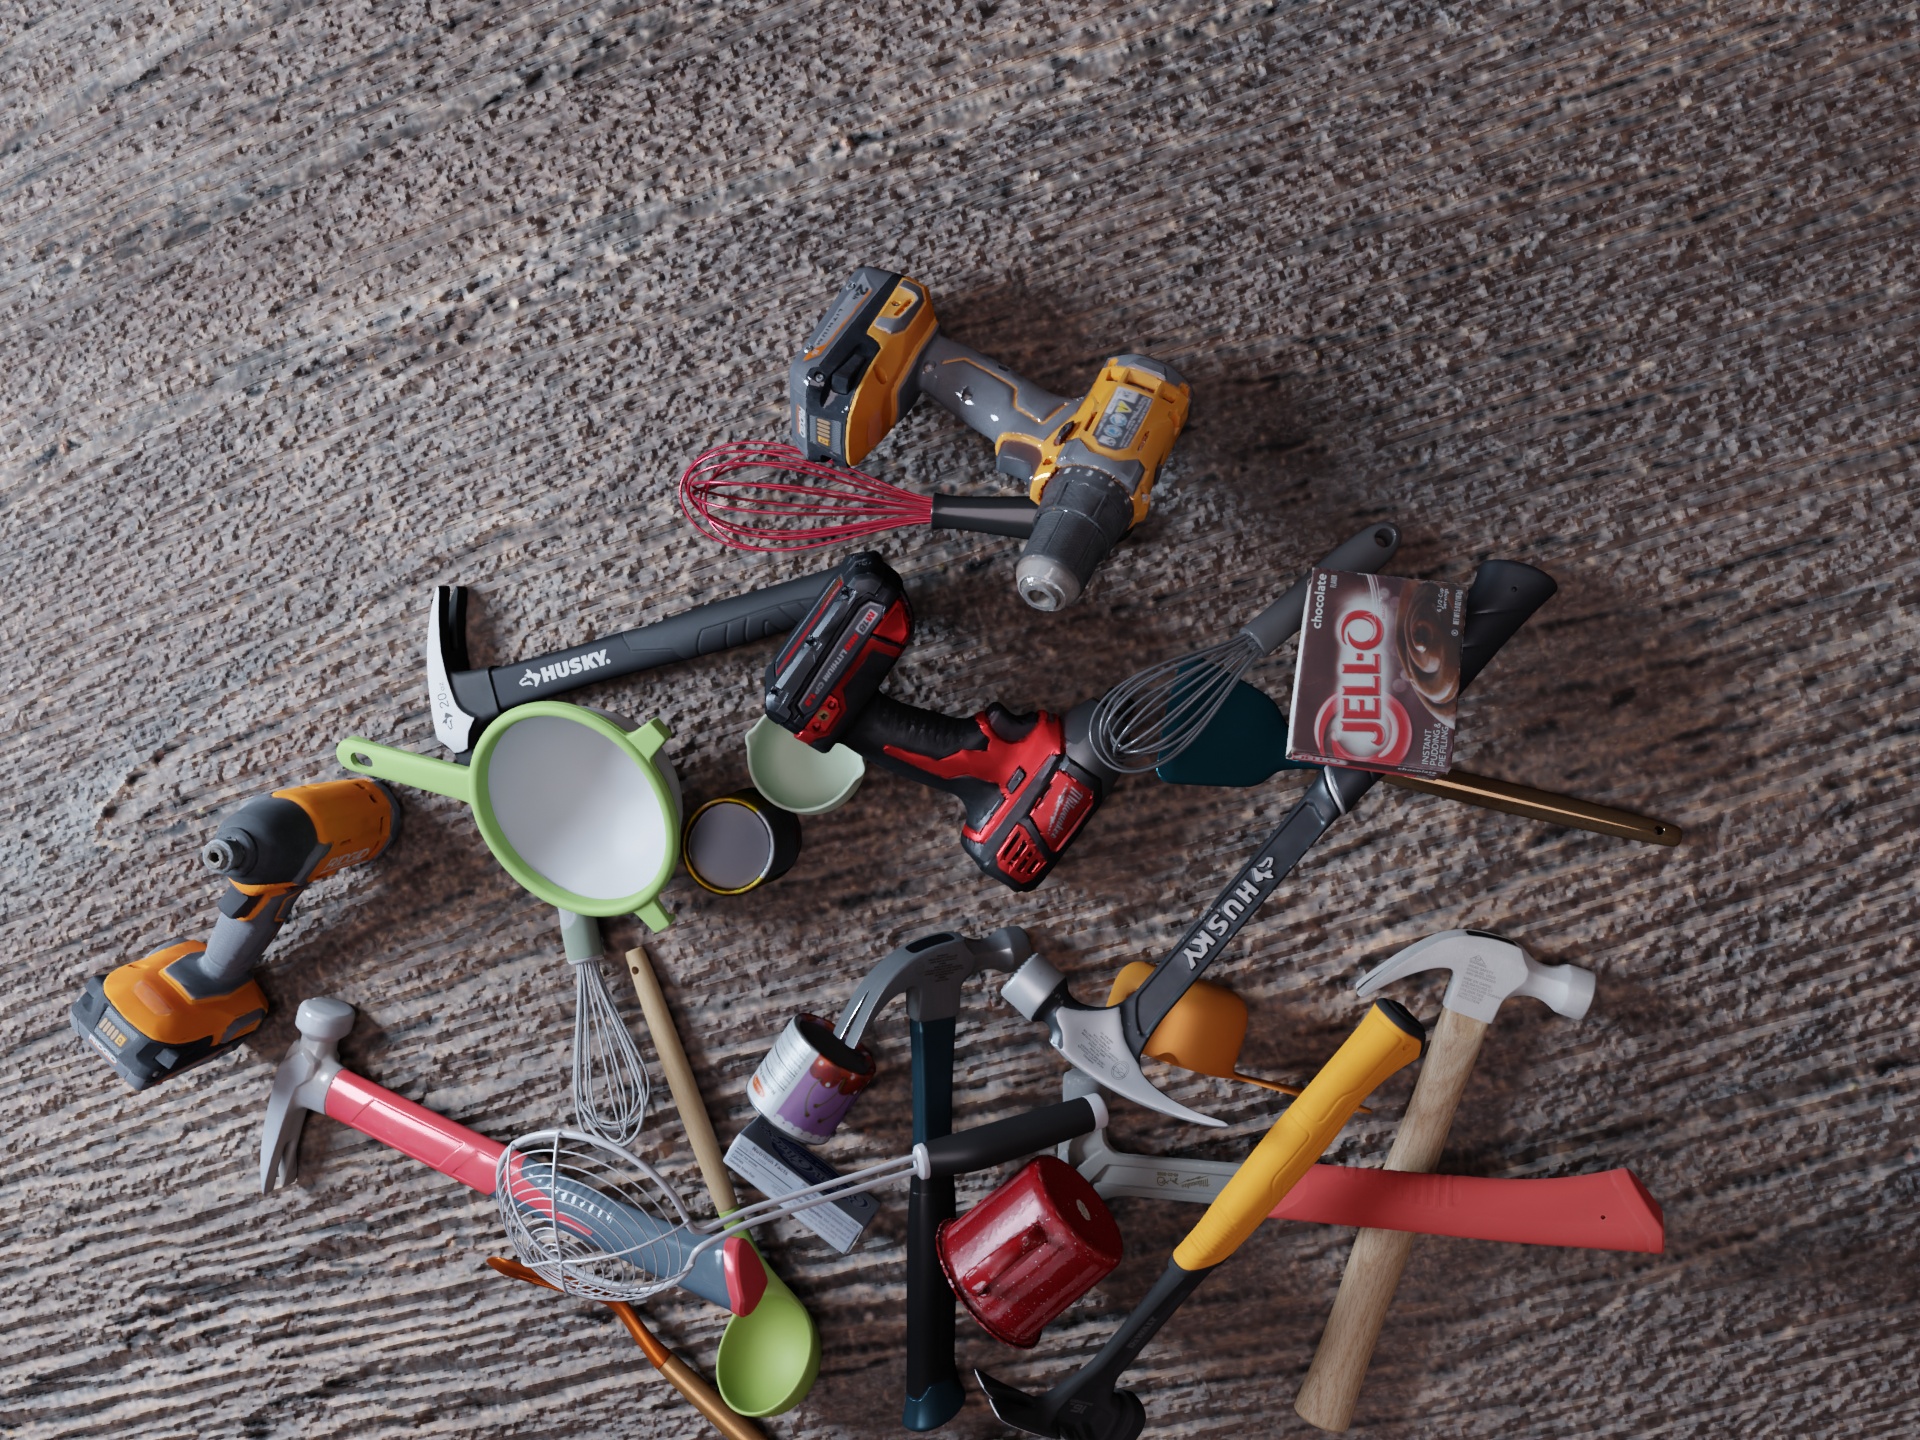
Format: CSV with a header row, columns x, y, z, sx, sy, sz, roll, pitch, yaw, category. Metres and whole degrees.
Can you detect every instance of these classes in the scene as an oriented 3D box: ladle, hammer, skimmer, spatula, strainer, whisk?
x,y,z,sx,sy,sz,roll,pitch,yaw,category
-0.171,0.307,1.069,0.078,0.062,0.320,-23,86,21,ladle
-0.309,0.323,1.076,0.386,0.038,0.143,19,97,18,hammer
-0.091,0.263,0.964,0.363,0.090,0.127,-12,123,-19,skimmer
0.281,0.034,0.976,0.317,0.044,0.082,13,81,8,spatula
-0.285,0.036,1.043,0.256,0.069,0.151,12,117,17,strainer
0.213,0.060,0.943,0.149,0.036,0.409,42,84,11,hammer
-0.037,-0.137,1.023,0.296,0.073,0.073,5,94,4,whisk
0.276,0.288,0.995,0.130,0.031,0.331,19,96,9,hammer
-0.017,0.301,1.031,0.128,0.033,0.331,-4,99,-26,hammer
0.150,0.295,0.935,0.127,0.034,0.337,29,103,-36,hammer
0.176,-0.050,0.964,0.239,0.055,0.055,-37,86,-11,whisk
-0.206,-0.055,1.056,0.335,0.035,0.146,-15,90,15,hammer
-0.190,0.460,1.083,0.322,0.081,0.041,42,62,2,spatula
0.232,0.299,0.968,0.359,0.036,0.149,-1,92,22,hammer
-0.254,0.170,1.083,0.058,0.059,0.246,-15,85,38,whisk

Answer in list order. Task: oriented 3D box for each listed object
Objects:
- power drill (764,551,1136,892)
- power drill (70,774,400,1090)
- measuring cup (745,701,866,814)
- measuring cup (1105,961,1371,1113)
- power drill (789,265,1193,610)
x,y,z,sx,sy,sz,roll,pitch,yaw,category
-0.002,-0.003,0.986,0.219,0.079,0.143,34,99,-15,power drill
-0.491,0.137,1.066,0.084,0.164,0.226,41,101,6,power drill
-0.085,-0.017,1.052,0.083,0.038,0.168,16,79,10,measuring cup
0.174,0.195,0.982,0.173,0.095,0.052,16,87,7,measuring cup
0.009,-0.169,0.964,0.226,0.084,0.185,22,60,9,power drill
